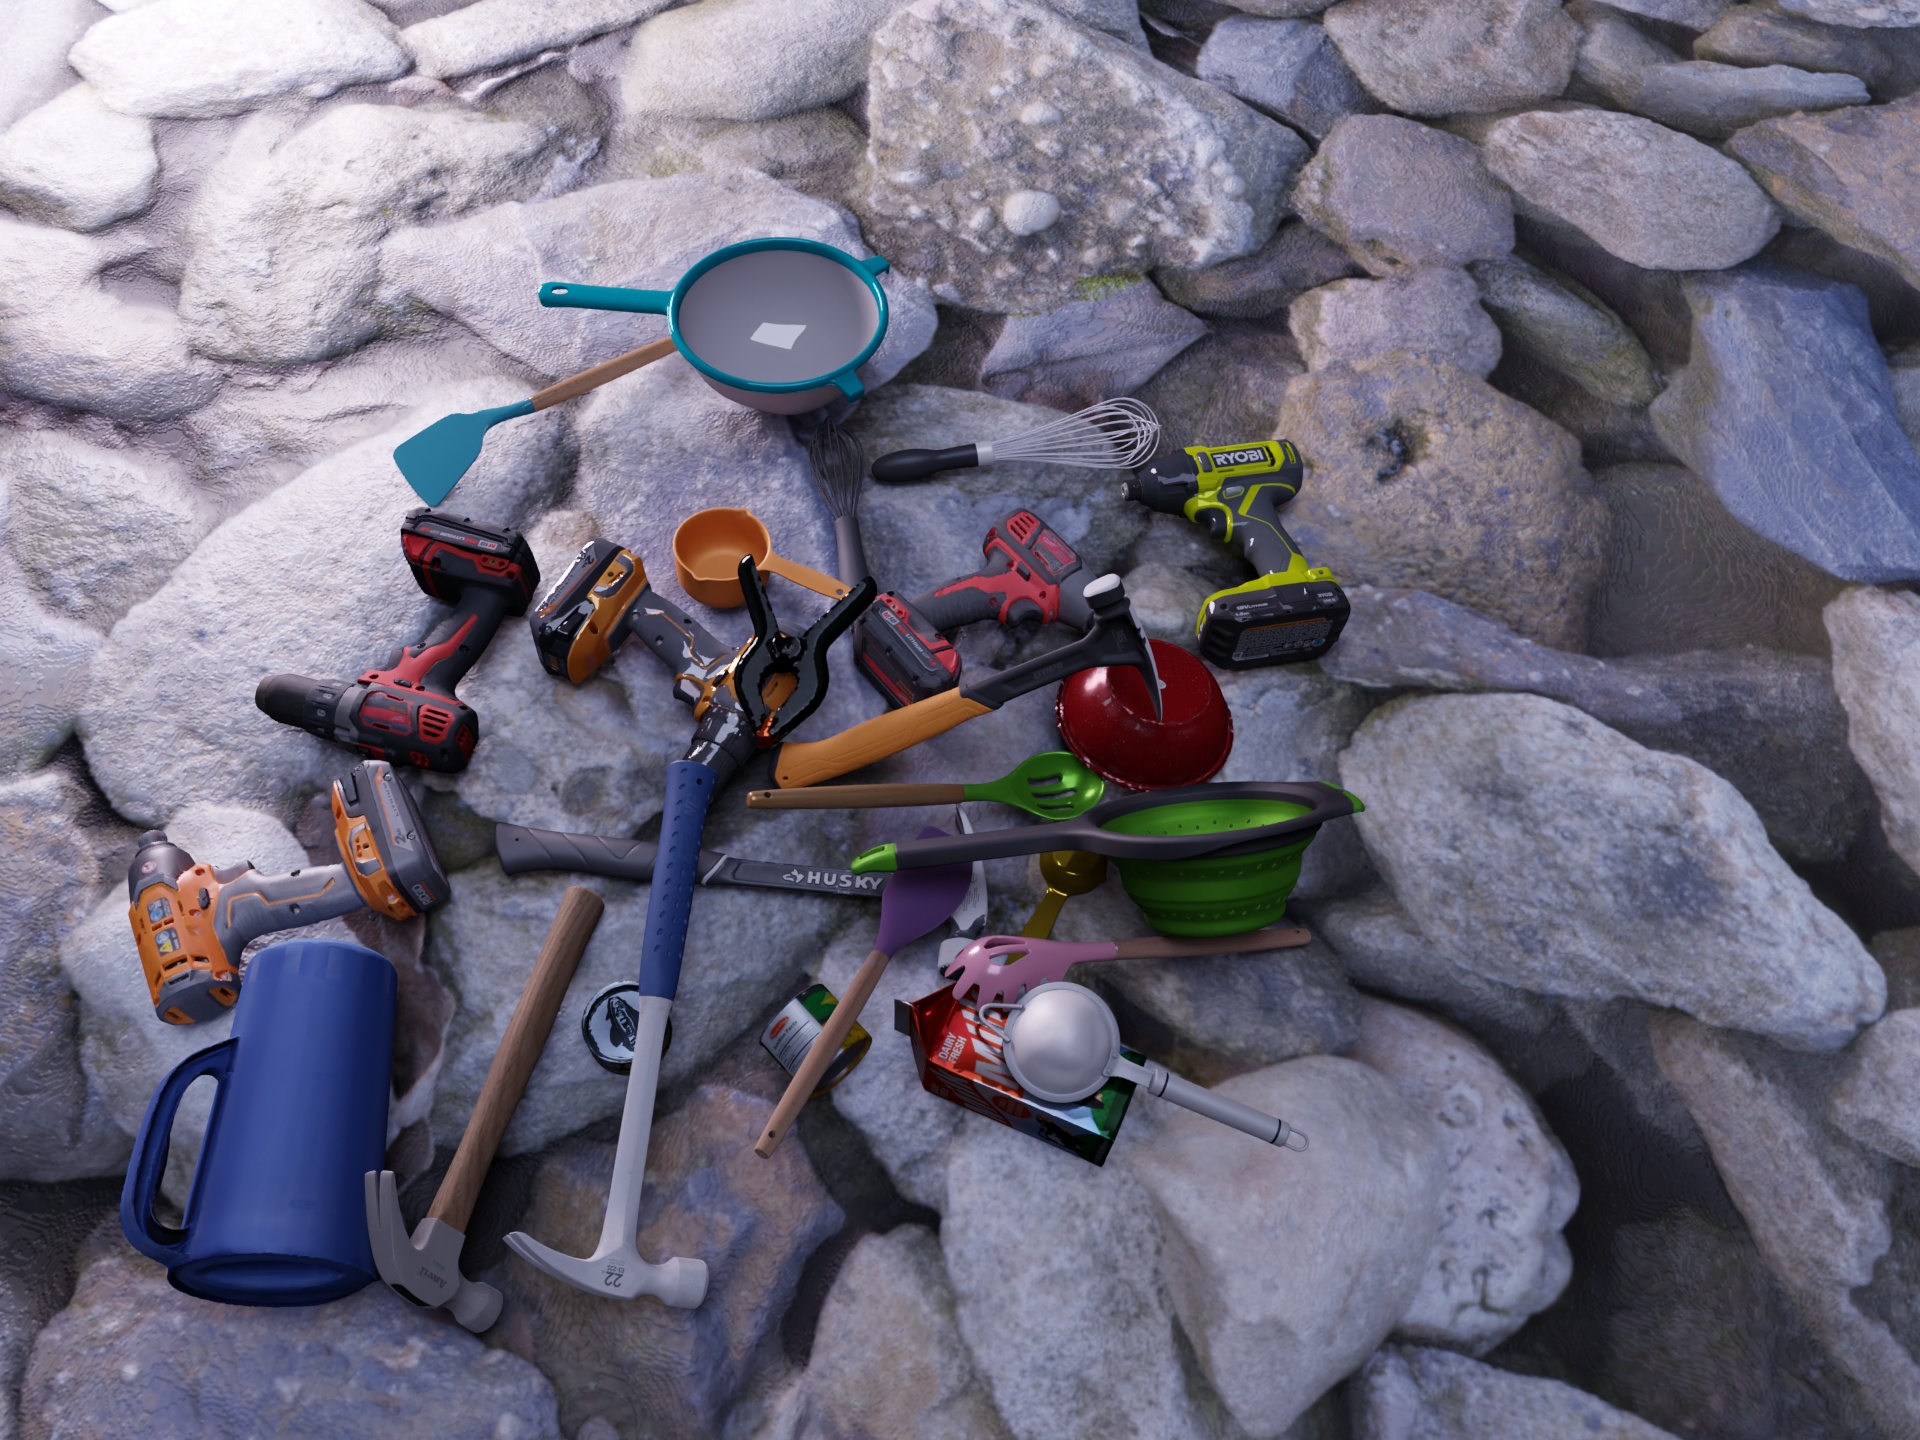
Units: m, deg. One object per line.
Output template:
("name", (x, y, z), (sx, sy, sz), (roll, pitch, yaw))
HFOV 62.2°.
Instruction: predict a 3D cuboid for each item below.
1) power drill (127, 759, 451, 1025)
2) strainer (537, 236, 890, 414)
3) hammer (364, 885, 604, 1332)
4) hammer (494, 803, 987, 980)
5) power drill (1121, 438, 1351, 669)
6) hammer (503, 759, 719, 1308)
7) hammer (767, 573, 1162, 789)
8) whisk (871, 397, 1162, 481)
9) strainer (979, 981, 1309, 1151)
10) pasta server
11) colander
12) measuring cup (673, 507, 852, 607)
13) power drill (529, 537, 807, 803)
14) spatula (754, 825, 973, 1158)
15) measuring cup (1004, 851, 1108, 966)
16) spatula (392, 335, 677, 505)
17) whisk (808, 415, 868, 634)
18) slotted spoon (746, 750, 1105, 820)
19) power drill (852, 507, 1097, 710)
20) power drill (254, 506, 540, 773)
("power drill", (-0.539, 0.120, 1.256), (0.226, 0.084, 0.164), (-25, 63, -13))
("strainer", (-0.239, -0.375, 1.559), (0.340, 0.095, 0.211), (6, 57, 3))
("hammer", (-0.338, 0.265, 1.179), (0.031, 0.129, 0.332), (-14, 43, 32))
("hammer", (-0.180, 0.119, 1.302), (0.409, 0.036, 0.149), (6, 58, 1))
("power drill", (0.254, -0.161, 1.472), (0.171, 0.080, 0.223), (-9, 56, -9))
("hammer", (-0.235, 0.218, 1.190), (0.144, 0.035, 0.406), (18, 60, -25))
("hammer", (-0.002, -0.004, 1.319), (0.337, 0.127, 0.034), (-21, 21, 11))
("whisk", (0.055, -0.262, 1.531), (0.284, 0.070, 0.070), (-9, 60, -4))
("strainer", (0.136, 0.258, 1.154), (0.258, 0.050, 0.087), (23, 76, -3))
("pasta server", (0.139, 0.183, 1.245), (0.316, 0.040, 0.060), (0, 40, -25))
("colander", (0.116, 0.123, 1.249), (0.397, 0.204, 0.094), (-7, 98, -2))
("measuring cup", (-0.177, -0.129, 1.438), (0.173, 0.052, 0.095), (22, 55, 7))
("power drill", (-0.257, -0.039, 1.369), (0.226, 0.084, 0.185), (27, 63, 7))
("spatula", (-0.070, 0.199, 1.203), (0.060, 0.018, 0.316), (28, 51, 7))
("measuring cup", (0.073, 0.150, 1.299), (0.062, 0.029, 0.157), (25, 59, 11))
("spatula", (-0.396, -0.311, 1.553), (0.317, 0.044, 0.082), (-31, 65, -25))
("whisk", (-0.108, -0.181, 1.481), (0.055, 0.055, 0.239), (-6, 65, -7))
("slotted spoon", (-0.024, 0.059, 1.303), (0.313, 0.031, 0.070), (-1, 52, -25))
("power drill", (0.024, -0.090, 1.417), (0.219, 0.078, 0.143), (-33, 67, -24))
("power drill", (-0.481, -0.070, 1.376), (0.188, 0.080, 0.227), (14, 63, 5))
